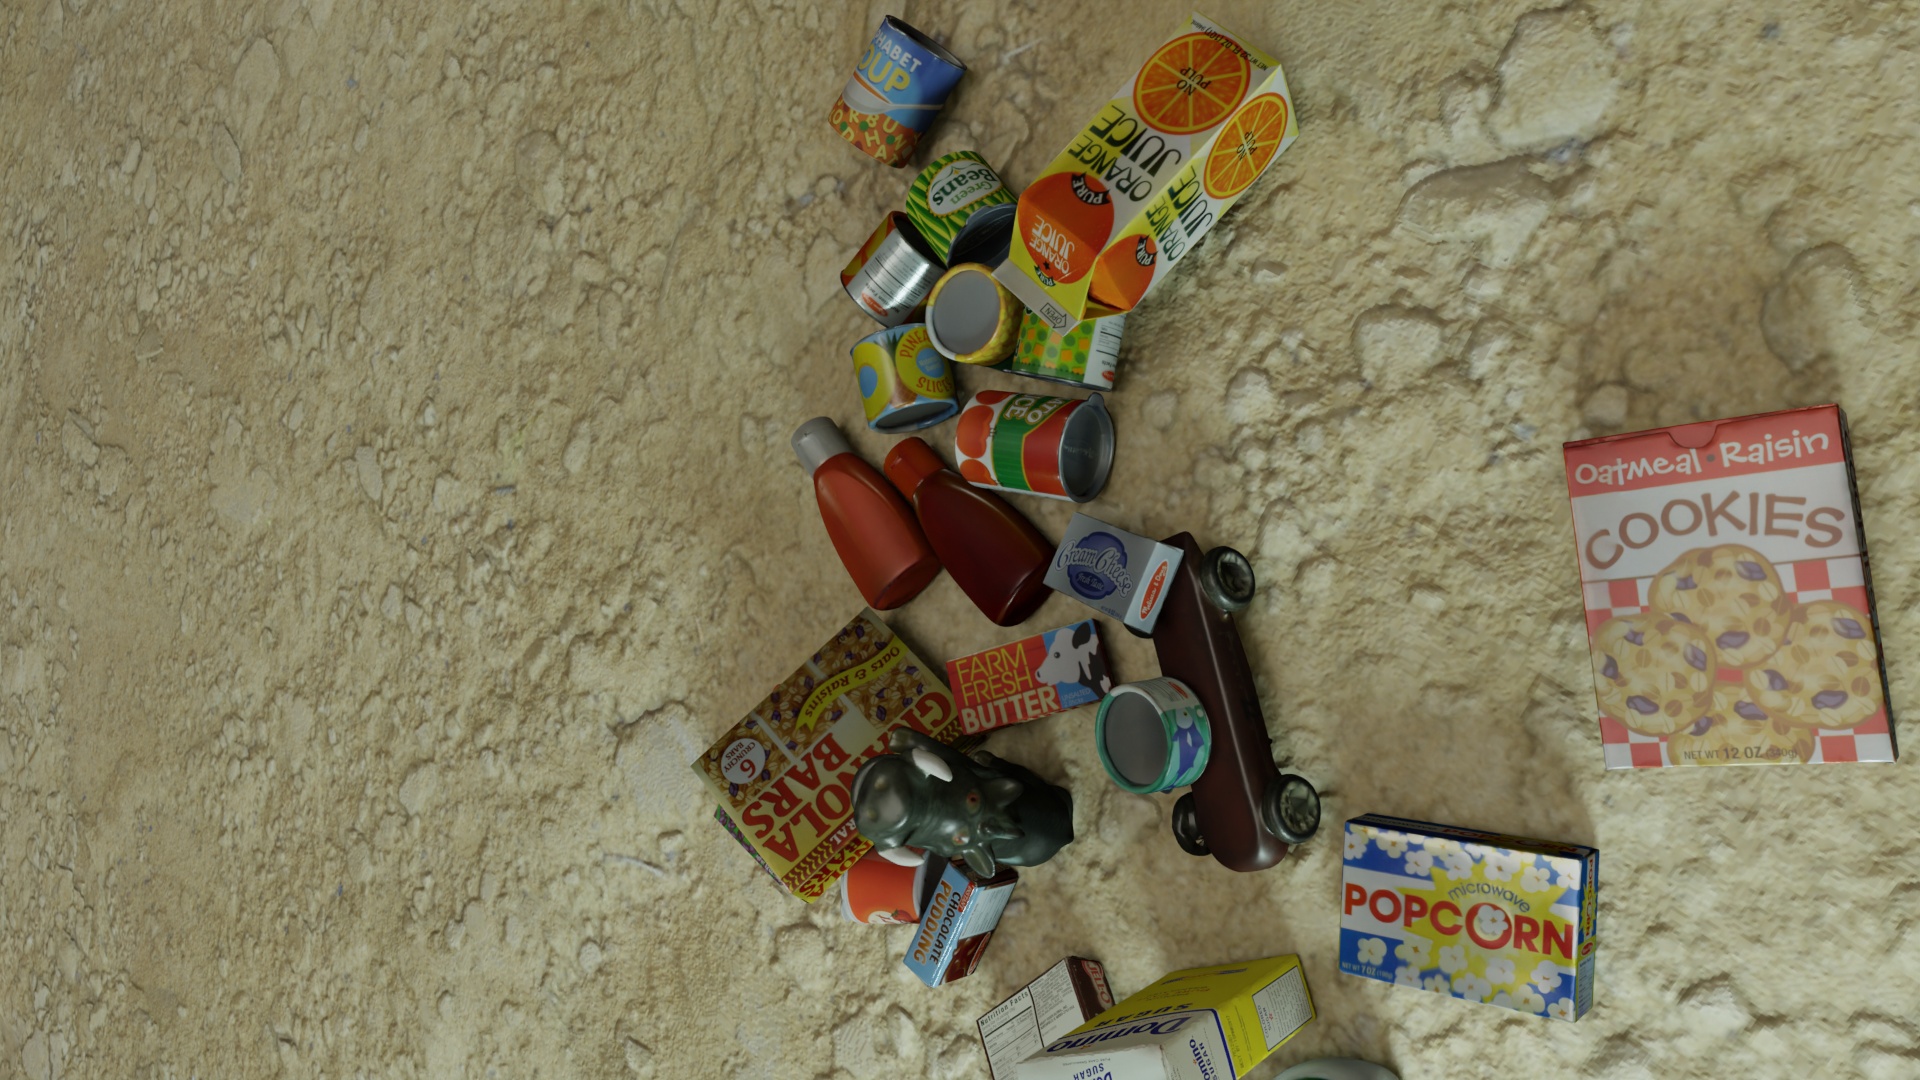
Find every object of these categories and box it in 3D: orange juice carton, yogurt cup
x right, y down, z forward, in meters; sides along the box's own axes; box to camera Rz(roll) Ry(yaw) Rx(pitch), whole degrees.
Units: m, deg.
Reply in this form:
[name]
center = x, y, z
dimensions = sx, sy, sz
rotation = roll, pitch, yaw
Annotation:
[orange juice carton]
center = 0.106, -0.210, 0.828
dimensions = 0.192, 0.073, 0.072
rotation = -46, 62, 2
[yogurt cup]
center = -0.042, 0.232, 0.955
dimensions = 0.054, 0.072, 0.072
rotation = 1, 88, 28

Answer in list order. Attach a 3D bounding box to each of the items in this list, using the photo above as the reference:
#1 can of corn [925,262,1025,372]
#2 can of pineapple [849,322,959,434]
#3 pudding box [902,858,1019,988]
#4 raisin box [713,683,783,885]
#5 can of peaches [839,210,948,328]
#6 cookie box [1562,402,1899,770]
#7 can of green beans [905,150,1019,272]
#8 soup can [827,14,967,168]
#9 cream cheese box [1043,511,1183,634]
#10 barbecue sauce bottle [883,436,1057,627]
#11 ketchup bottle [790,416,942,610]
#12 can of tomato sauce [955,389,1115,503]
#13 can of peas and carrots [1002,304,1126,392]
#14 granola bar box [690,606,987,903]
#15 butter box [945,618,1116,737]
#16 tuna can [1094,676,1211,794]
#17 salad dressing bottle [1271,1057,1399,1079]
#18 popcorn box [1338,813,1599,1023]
[can of corn]
center = 0.021, -0.151, 0.930
dimensions = 0.071, 0.058, 0.071
rotation = -1, 88, 35
[can of pineapple]
center = -0.037, -0.112, 0.964
dimensions = 0.071, 0.071, 0.058
rotation = -22, 77, 33
[pudding box]
center = 0.000, 0.254, 0.930
dimensions = 0.030, 0.050, 0.083
rotation = 32, 106, 34
[raisin box]
center = -0.122, 0.178, 1.028
dimensions = 0.086, 0.040, 0.123
rotation = 37, 110, 31
[can of peaches]
center = -0.041, -0.189, 0.973
dimensions = 0.058, 0.071, 0.071
rotation = -47, 64, 25
[cookie box]
center = 0.374, 0.025, 0.681
dimensions = 0.123, 0.040, 0.167
rotation = -9, 83, 35
[can of green beans]
center = 0.005, -0.220, 0.940
dimensions = 0.071, 0.071, 0.058
rotation = -47, 63, 25
[soup can]
center = -0.047, -0.316, 0.978
dimensions = 0.071, 0.071, 0.083
rotation = 47, 114, 27
[cream cheese box]
center = 0.093, 0.018, 0.853
dimensions = 0.104, 0.024, 0.053
rotation = 25, 91, 63
[barbecue sauce bottle]
center = 0.003, -0.012, 0.945
dimensions = 0.149, 0.044, 0.064
rotation = 47, 113, 28
[ketchup bottle]
center = -0.073, -0.024, 1.000
dimensions = 0.064, 0.043, 0.149
rotation = -45, 64, 24
[can of tomato sauce]
center = 0.048, -0.064, 0.901
dimensions = 0.083, 0.071, 0.071
rotation = 10, 94, 36
[can of peas and carrots]
center = 0.067, -0.130, 0.890
dimensions = 0.071, 0.071, 0.058
rotation = 15, 96, 35
[granola bar box]
center = -0.083, 0.145, 0.954
dimensions = 0.166, 0.039, 0.124
rotation = -42, 61, -8
[butter box]
center = 0.046, 0.090, 0.902
dimensions = 0.103, 0.024, 0.053
rotation = -18, 76, 12
[tuna can]
center = 0.112, 0.117, 0.815
dimensions = 0.071, 0.033, 0.071
rotation = 6, 97, 52
[salad dressing bottle]
center = 0.183, 0.338, 0.799
dimensions = 0.147, 0.044, 0.064
rotation = -26, 73, 34
[popcorn box]
center = 0.271, 0.200, 0.747
dimensions = 0.126, 0.038, 0.085
rotation = 3, 89, 35
